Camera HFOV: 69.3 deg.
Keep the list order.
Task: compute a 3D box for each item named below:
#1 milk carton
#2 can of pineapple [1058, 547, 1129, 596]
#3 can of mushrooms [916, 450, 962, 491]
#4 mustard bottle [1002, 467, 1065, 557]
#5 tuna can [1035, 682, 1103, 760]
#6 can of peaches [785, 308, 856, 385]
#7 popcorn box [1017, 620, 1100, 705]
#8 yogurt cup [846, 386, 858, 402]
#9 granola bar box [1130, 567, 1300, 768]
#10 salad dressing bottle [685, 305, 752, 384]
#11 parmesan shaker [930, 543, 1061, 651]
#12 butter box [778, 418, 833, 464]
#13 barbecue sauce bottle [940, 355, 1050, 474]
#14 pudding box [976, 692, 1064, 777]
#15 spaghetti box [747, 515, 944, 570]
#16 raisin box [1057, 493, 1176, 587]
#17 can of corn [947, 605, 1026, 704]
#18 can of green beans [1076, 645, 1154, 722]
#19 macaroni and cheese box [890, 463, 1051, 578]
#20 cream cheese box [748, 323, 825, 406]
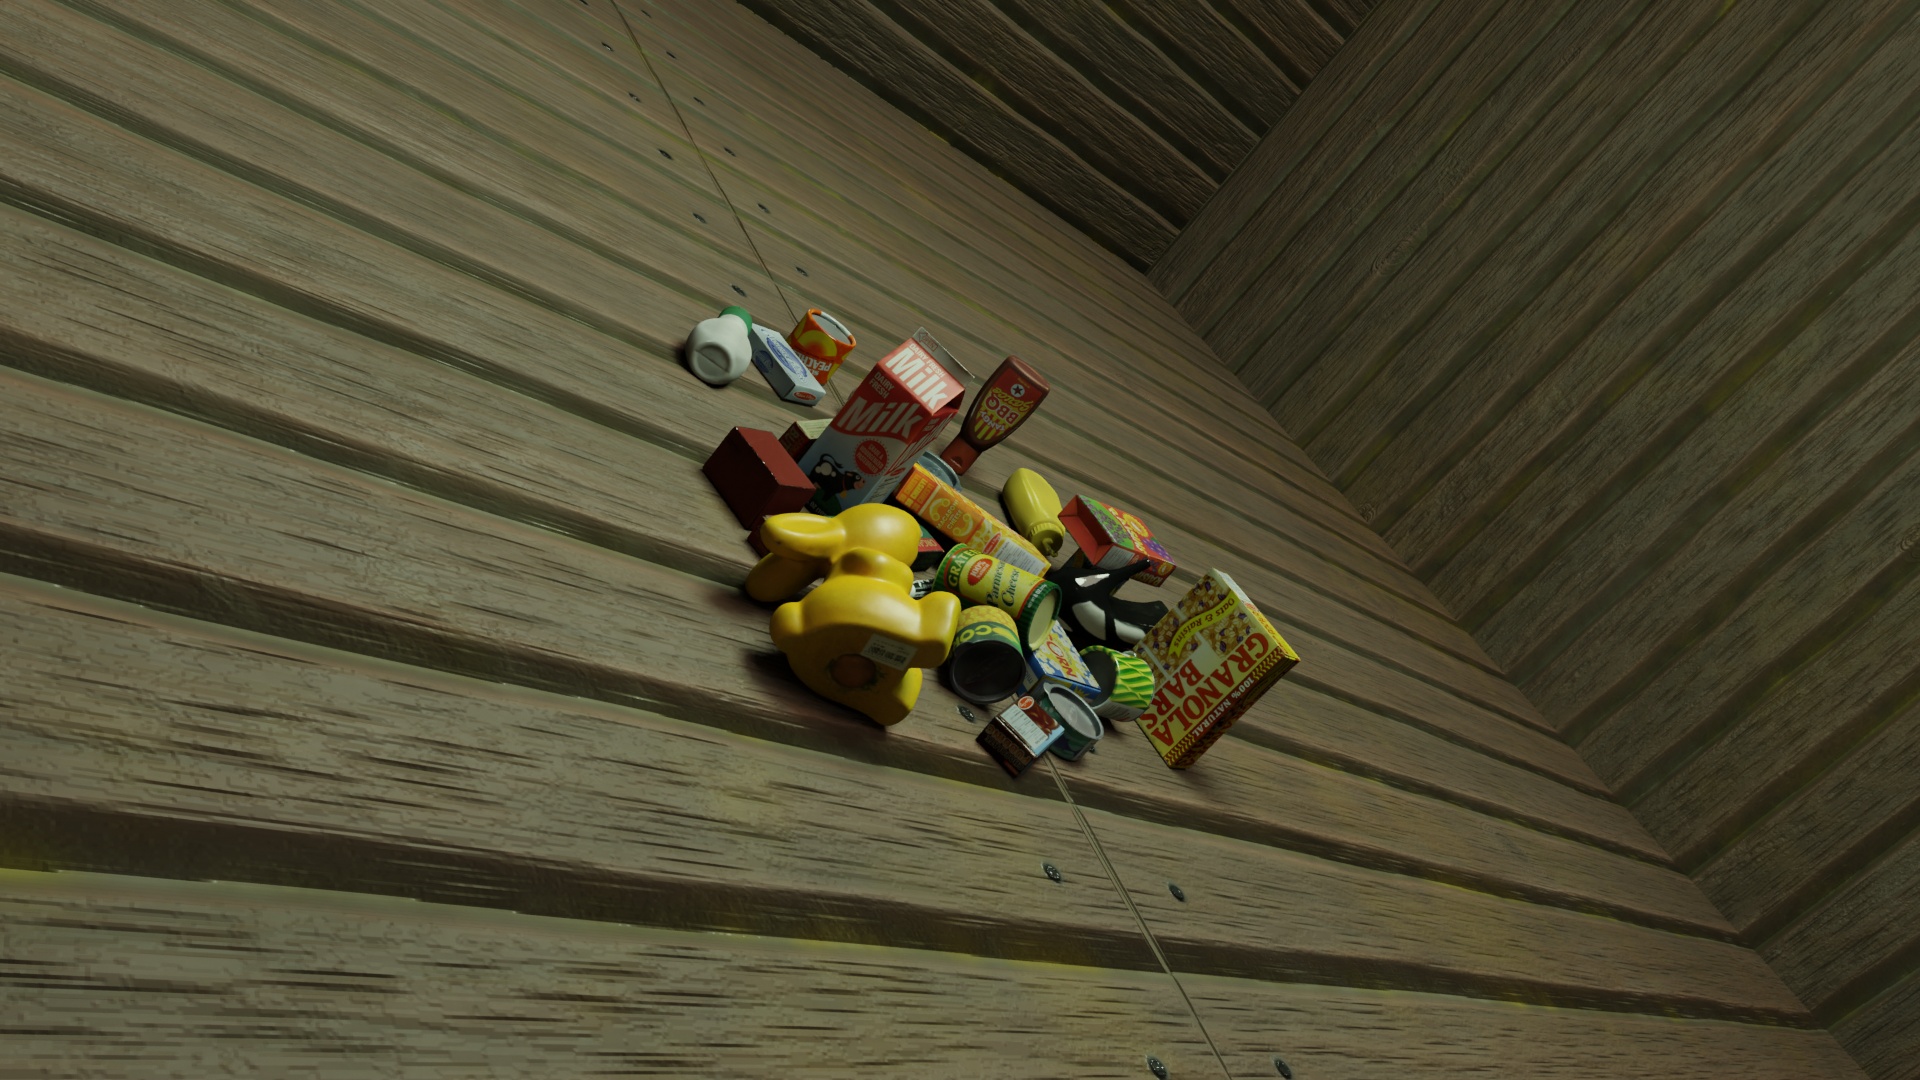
[{"bbox_3d":[-0.070,-0.102,1.279,0.072,0.190,0.073,44,19,8],"label":"milk carton"},{"bbox_3d":[0.146,0.041,1.567,0.071,0.057,0.071,36,20,-15],"label":"can of pineapple"},{"bbox_3d":[-0.034,-0.066,1.499,0.071,0.033,0.071,36,20,-15],"label":"can of mushrooms"},{"bbox_3d":[0.090,-0.024,1.615,0.065,0.048,0.161,31,23,-25],"label":"mustard bottle"},{"bbox_3d":[0.092,0.163,1.252,0.071,0.032,0.071,36,20,-15],"label":"tuna can"},{"bbox_3d":[-0.159,-0.215,1.548,0.071,0.058,0.071,36,20,-15],"label":"can of peaches"},{"bbox_3d":[0.071,0.104,1.329,0.085,0.038,0.127,20,29,-43],"label":"popcorn box"},{"bbox_3d":[-0.088,-0.145,1.525,0.072,0.072,0.054,47,28,15],"label":"yogurt cup"},{"bbox_3d":[0.241,0.129,1.400,0.039,0.165,0.124,18,30,-50],"label":"granola bar box"},{"bbox_3d":[-0.238,-0.201,1.399,0.064,0.044,0.148,34,20,-13],"label":"salad dressing bottle"},{"bbox_3d":[0.035,0.050,1.277,0.103,0.071,0.071,23,12,23],"label":"parmesan shaker"},{"bbox_3d":[-0.142,-0.090,1.326,0.024,0.053,0.104,48,21,11],"label":"butter box"},{"bbox_3d":[0.035,-0.141,1.613,0.065,0.148,0.044,38,20,-10],"label":"barbecue sauce bottle"},{"bbox_3d":[0.052,0.165,1.181,0.050,0.030,0.084,43,20,10],"label":"pudding box"},{"bbox_3d":[-0.096,0.004,1.248,0.050,0.028,0.250,48,21,19],"label":"spaghetti box"},{"bbox_3d":[0.177,0.002,1.559,0.123,0.040,0.086,18,29,-45],"label":"raisin box"},{"bbox_3d":[0.019,0.097,1.207,0.071,0.071,0.058,33,20,-21],"label":"can of corn"},{"bbox_3d":[0.145,0.139,1.349,0.058,0.071,0.071,21,28,-43],"label":"can of green beans"},{"bbox_3d":[0.005,-0.018,1.413,0.166,0.040,0.124,35,4,-11],"label":"macaroni and cheese box"},{"bbox_3d":[-0.192,-0.187,1.479,0.104,0.024,0.053,51,21,26],"label":"cream cheese box"}]
